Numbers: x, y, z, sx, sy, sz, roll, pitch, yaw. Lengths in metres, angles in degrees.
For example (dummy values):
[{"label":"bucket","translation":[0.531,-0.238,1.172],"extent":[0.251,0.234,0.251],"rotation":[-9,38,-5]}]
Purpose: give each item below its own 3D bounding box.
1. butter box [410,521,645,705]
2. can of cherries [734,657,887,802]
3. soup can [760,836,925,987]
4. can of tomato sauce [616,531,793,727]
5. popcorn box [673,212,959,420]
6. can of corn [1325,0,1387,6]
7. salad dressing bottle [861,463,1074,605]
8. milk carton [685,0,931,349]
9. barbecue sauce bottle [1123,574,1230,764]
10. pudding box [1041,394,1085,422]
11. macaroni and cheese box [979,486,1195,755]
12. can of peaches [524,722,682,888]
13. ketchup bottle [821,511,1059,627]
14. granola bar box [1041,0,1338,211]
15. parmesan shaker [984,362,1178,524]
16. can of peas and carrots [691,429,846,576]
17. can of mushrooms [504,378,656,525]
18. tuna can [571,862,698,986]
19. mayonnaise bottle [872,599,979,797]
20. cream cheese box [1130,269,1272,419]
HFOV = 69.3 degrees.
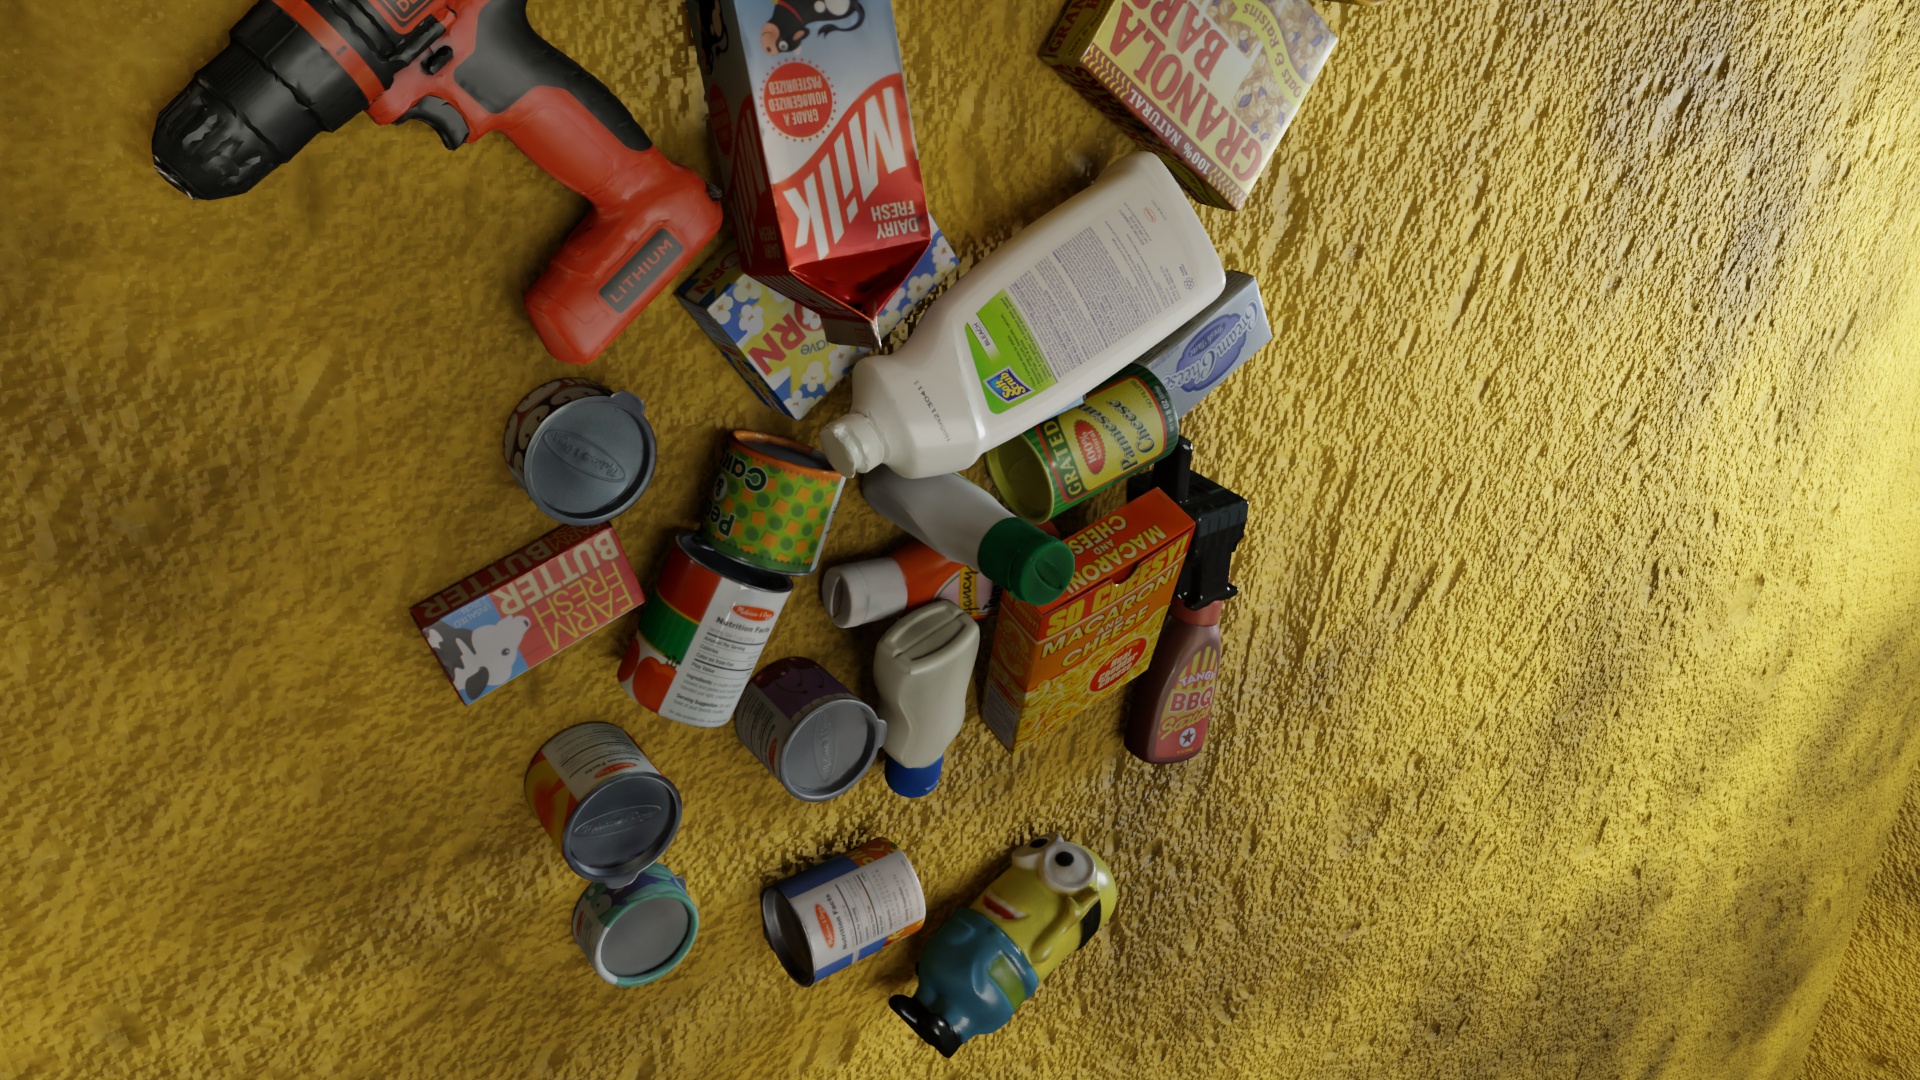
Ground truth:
[{"label":"butter box","translation":[-0.214,0.033,0.695],"extent":[0.104,0.024,0.053],"rotation":[-32,129,-21]},{"label":"can of cherries","translation":[-0.088,0.109,0.811],"extent":[0.072,0.058,0.071],"rotation":[-17,121,-31]},{"label":"soup can","translation":[-0.075,0.234,0.882],"extent":[0.084,0.071,0.071],"rotation":[-18,122,-32]},{"label":"can of tomato sauce","translation":[-0.136,0.046,0.735],"extent":[0.071,0.071,0.083],"rotation":[17,104,-42]},{"label":"popcorn box","translation":[-0.071,-0.136,0.713],"extent":[0.127,0.038,0.085],"rotation":[-46,133,-10]},{"label":"can of corn","translation":[0.231,-0.355,0.828],"extent":[0.071,0.058,0.070],"rotation":[-18,122,-31]},{"label":"salad dressing bottle","translation":[0.003,-0.010,0.760],"extent":[0.044,0.148,0.064],"rotation":[-51,133,-6]},{"label":"milk carton","translation":[-0.067,-0.182,0.631],"extent":[0.074,0.072,0.190],"rotation":[-16,106,-22]},{"label":"barbecue sauce bottle","translation":[0.161,0.088,1.008],"extent":[0.065,0.044,0.148],"rotation":[-5,115,-36]},{"label":"pudding box","translation":[0.025,-0.086,0.807],"extent":[0.084,0.050,0.030],"rotation":[-26,129,-26]},{"label":"macaroni and cheese box","translation":[0.079,0.055,0.887],"extent":[0.124,0.040,0.165],"rotation":[-29,151,-25]},{"label":"can of peaches","translation":[-0.192,0.141,0.744],"extent":[0.071,0.058,0.071],"rotation":[-19,123,-31]},{"label":"ketchup bottle","translation":[-0.011,0.021,0.837],"extent":[0.149,0.043,0.064],"rotation":[-10,127,-34]},{"label":"granola bar box","translation":[0.135,-0.285,0.800],"extent":[0.165,0.039,0.124],"rotation":[27,93,-43]},{"label":"parmesan shaker","translation":[0.073,-0.063,0.847],"extent":[0.103,0.071,0.071],"rotation":[-28,127,-25]},{"label":"can of peas and carrots","translation":[-0.101,-0.021,0.729],"extent":[0.071,0.071,0.058],"rotation":[9,105,-41]},{"label":"can of mushrooms","translation":[-0.183,-0.045,0.674],"extent":[0.071,0.033,0.070],"rotation":[-17,122,-30]},{"label":"tuna can","translation":[-0.186,0.222,0.808],"extent":[0.071,0.033,0.070],"rotation":[-18,122,-30]},{"label":"mayonnaise bottle","translation":[-0.025,0.102,0.841],"extent":[0.065,0.041,0.147],"rotation":[-31,148,-31]},{"label":"cream cheese box","translation":[0.157,-0.126,0.909],"extent":[0.104,0.024,0.053],"rotation":[-40,132,-15]}]
